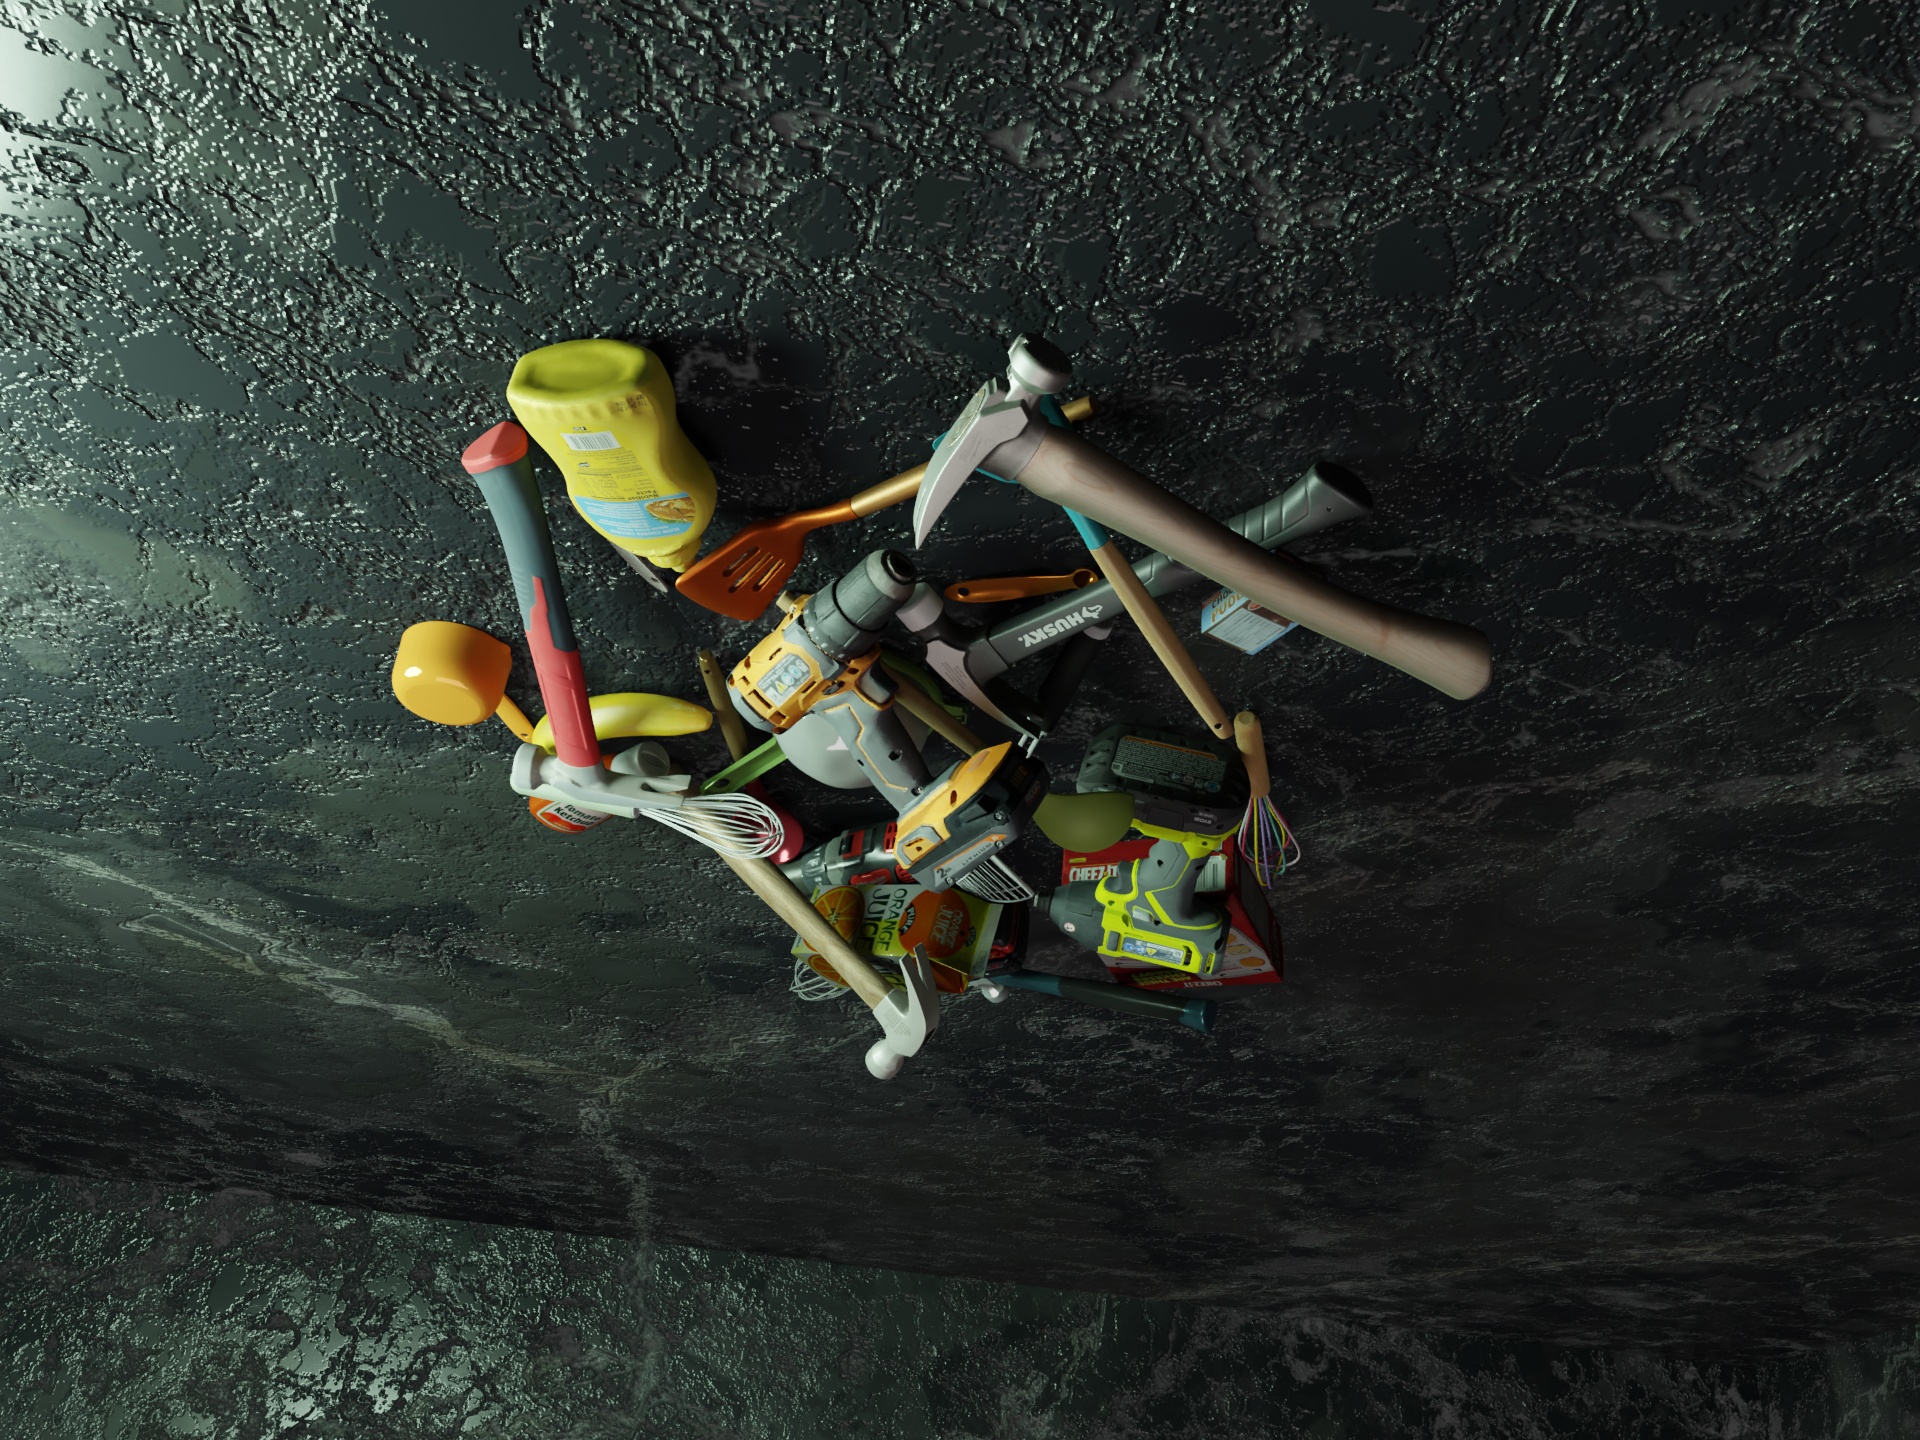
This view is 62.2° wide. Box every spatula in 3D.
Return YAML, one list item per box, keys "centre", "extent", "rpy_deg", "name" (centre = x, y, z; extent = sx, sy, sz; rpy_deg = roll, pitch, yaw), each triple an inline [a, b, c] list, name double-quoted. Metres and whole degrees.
- centre: [-0.048, -0.142, 1.053]
  extent: [0.322, 0.041, 0.081]
  rpy_deg: [-18, 153, 31]
  name: "spatula"
- centre: [0.102, -0.091, 1.045]
  extent: [0.082, 0.044, 0.317]
  rpy_deg: [-23, 123, 25]
  name: "spatula"

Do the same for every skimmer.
- centre: [0.059, 0.028, 1.306]
  extent: [0.127, 0.090, 0.363]
  rpy_deg: [43, 136, 15]
  name: "skimmer"

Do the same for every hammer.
- centre: [-0.145, 0.159, 1.380]
  extent: [0.331, 0.031, 0.130]
  rpy_deg: [44, 129, 9]
  name: "hammer"
- centre: [-0.288, -0.061, 1.175]
  extent: [0.143, 0.038, 0.386]
  rpy_deg: [8, 142, 3]
  name: "hammer"
- centre: [0.170, -0.094, 1.009]
  extent: [0.410, 0.038, 0.146]
  rpy_deg: [23, 126, -23]
  name: "hammer"
- centre: [0.119, 0.272, 1.610]
  extent: [0.331, 0.033, 0.128]
  rpy_deg: [3, 151, 43]
  name: "hammer"
- centre: [0.125, -0.090, 1.094]
  extent: [0.335, 0.035, 0.146]
  rpy_deg: [-23, 123, 31]
  name: "hammer"

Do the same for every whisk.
- centre: [-0.266, 0.072, 1.345]
  extent: [0.246, 0.058, 0.059]
  rpy_deg: [11, 121, 9]
  name: "whisk"
- centre: [-0.067, 0.218, 1.501]
  extent: [0.239, 0.055, 0.055]
  rpy_deg: [-23, 139, 29]
  name: "whisk"
- centre: [0.256, 0.066, 1.355]
  extent: [0.047, 0.051, 0.244]
  rpy_deg: [-32, 141, -8]
  name: "whisk"

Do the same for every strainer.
- centre: [-0.127, 0.031, 1.293]
  extent: [0.256, 0.069, 0.151]
  rpy_deg: [-30, 136, 33]
  name: "strainer"

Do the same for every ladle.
- centre: [-0.002, -0.004, 1.203]
  extent: [0.320, 0.062, 0.078]
  rpy_deg: [38, 153, -9]
  name: "ladle"
- centre: [-0.188, 0.036, 1.374]
  extent: [0.069, 0.031, 0.315]
  rpy_deg: [-1, 146, 5]
  name: "ladle"

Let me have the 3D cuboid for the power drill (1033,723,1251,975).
- centre: [0.152, 0.116, 1.340]
  extent: [0.171, 0.080, 0.223]
  rpy_deg: [13, 133, 10]
  name: "power drill"

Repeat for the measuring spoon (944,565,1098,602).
- centre: [0.043, -0.099, 1.141]
  extent: [0.117, 0.011, 0.021]
  rpy_deg: [-4, 133, 21]
  name: "measuring spoon"

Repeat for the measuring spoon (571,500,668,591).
- centre: [-0.235, -0.127, 1.130]
  extent: [0.034, 0.018, 0.124]
  rpy_deg: [20, 162, 26]
  name: "measuring spoon"

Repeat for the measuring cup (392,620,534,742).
- centre: [-0.396, -0.011, 1.300]
  extent: [0.095, 0.052, 0.173]
  rpy_deg: [-5, 145, 15]
  name: "measuring cup"

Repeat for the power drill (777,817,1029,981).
- centre: [-0.057, 0.174, 1.536]
  extent: [0.188, 0.080, 0.226]
  rpy_deg: [-16, 140, 30]
  name: "power drill"

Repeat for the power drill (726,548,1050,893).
- centre: [-0.039, -0.004, 1.136]
  extent: [0.226, 0.084, 0.185]
  rpy_deg: [45, 129, -6]
  name: "power drill"
